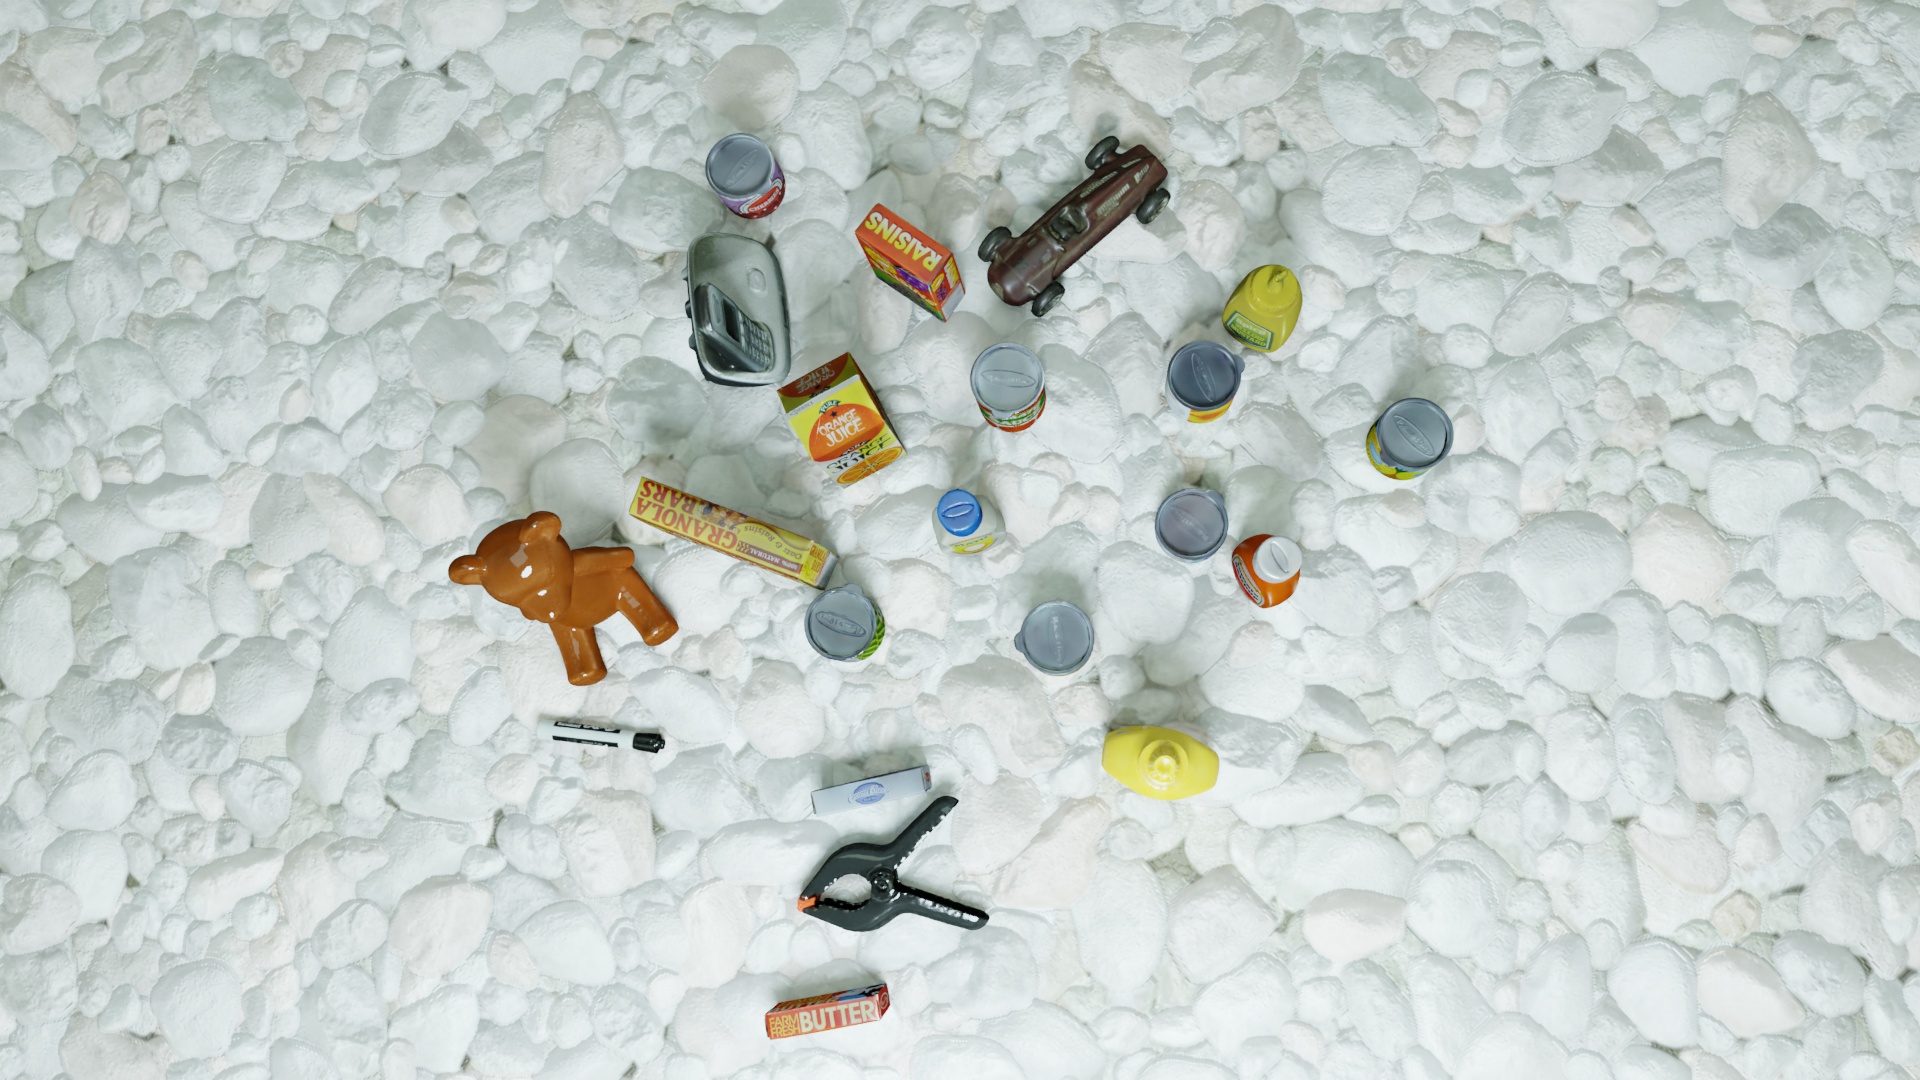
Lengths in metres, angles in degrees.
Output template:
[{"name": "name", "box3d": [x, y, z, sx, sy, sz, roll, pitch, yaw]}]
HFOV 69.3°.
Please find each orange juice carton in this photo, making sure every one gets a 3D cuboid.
[{"name": "orange juice carton", "box3d": [-0.105, -0.107, 1.232, 0.072, 0.192, 0.073, -28, 81, 1]}]

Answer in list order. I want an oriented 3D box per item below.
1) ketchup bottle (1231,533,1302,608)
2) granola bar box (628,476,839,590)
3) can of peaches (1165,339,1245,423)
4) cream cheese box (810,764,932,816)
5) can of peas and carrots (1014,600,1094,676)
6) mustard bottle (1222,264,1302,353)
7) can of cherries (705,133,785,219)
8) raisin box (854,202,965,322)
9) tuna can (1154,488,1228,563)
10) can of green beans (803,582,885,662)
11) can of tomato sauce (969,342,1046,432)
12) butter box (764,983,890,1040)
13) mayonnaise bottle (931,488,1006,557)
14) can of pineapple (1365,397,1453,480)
[{"name": "ketchup bottle", "box3d": [0.267, 0.022, 1.201, 0.043, 0.148, 0.065, -28, 81, 1]}, {"name": "granola bar box", "box3d": [-0.203, -0.003, 1.261, 0.166, 0.124, 0.039, 20, 85, 8]}, {"name": "can of peaches", "box3d": [0.224, -0.145, 1.275, 0.071, 0.058, 0.071, -1, 82, 5]}, {"name": "cream cheese box", "box3d": [-0.079, 0.225, 1.252, 0.104, 0.053, 0.024, -13, 81, 3]}, {"name": "can of peas and carrots", "box3d": [0.085, 0.090, 1.254, 0.071, 0.058, 0.071, -1, 82, 5]}, {"name": "mustard bottle", "box3d": [0.270, -0.211, 1.228, 0.065, 0.160, 0.049, 31, 86, 9]}, {"name": "can of cherries", "box3d": [-0.206, -0.349, 1.344, 0.071, 0.058, 0.071, -1, 82, 5]}, {"name": "raisin box", "box3d": [-0.045, -0.254, 1.282, 0.086, 0.123, 0.040, 36, 87, 9]}, {"name": "tuna can", "box3d": [0.212, -0.015, 1.270, 0.071, 0.033, 0.071, -1, 82, 5]}, {"name": "can of green beans", "box3d": [-0.105, 0.078, 1.273, 0.071, 0.058, 0.071, -1, 82, 5]}, {"name": "can of tomato sauce", "box3d": [0.046, -0.138, 1.278, 0.071, 0.083, 0.071, -1, 82, 5]}, {"name": "butter box", "box3d": [-0.117, 0.417, 1.229, 0.103, 0.053, 0.024, -11, 82, 4]}, {"name": "mayonnaise bottle", "box3d": [0.004, -0.015, 1.231, 0.065, 0.148, 0.041, -16, 81, 3]}, {"name": "can of pineapple", "box3d": [0.401, -0.090, 1.251, 0.071, 0.058, 0.071, -1, 82, 5]}]
